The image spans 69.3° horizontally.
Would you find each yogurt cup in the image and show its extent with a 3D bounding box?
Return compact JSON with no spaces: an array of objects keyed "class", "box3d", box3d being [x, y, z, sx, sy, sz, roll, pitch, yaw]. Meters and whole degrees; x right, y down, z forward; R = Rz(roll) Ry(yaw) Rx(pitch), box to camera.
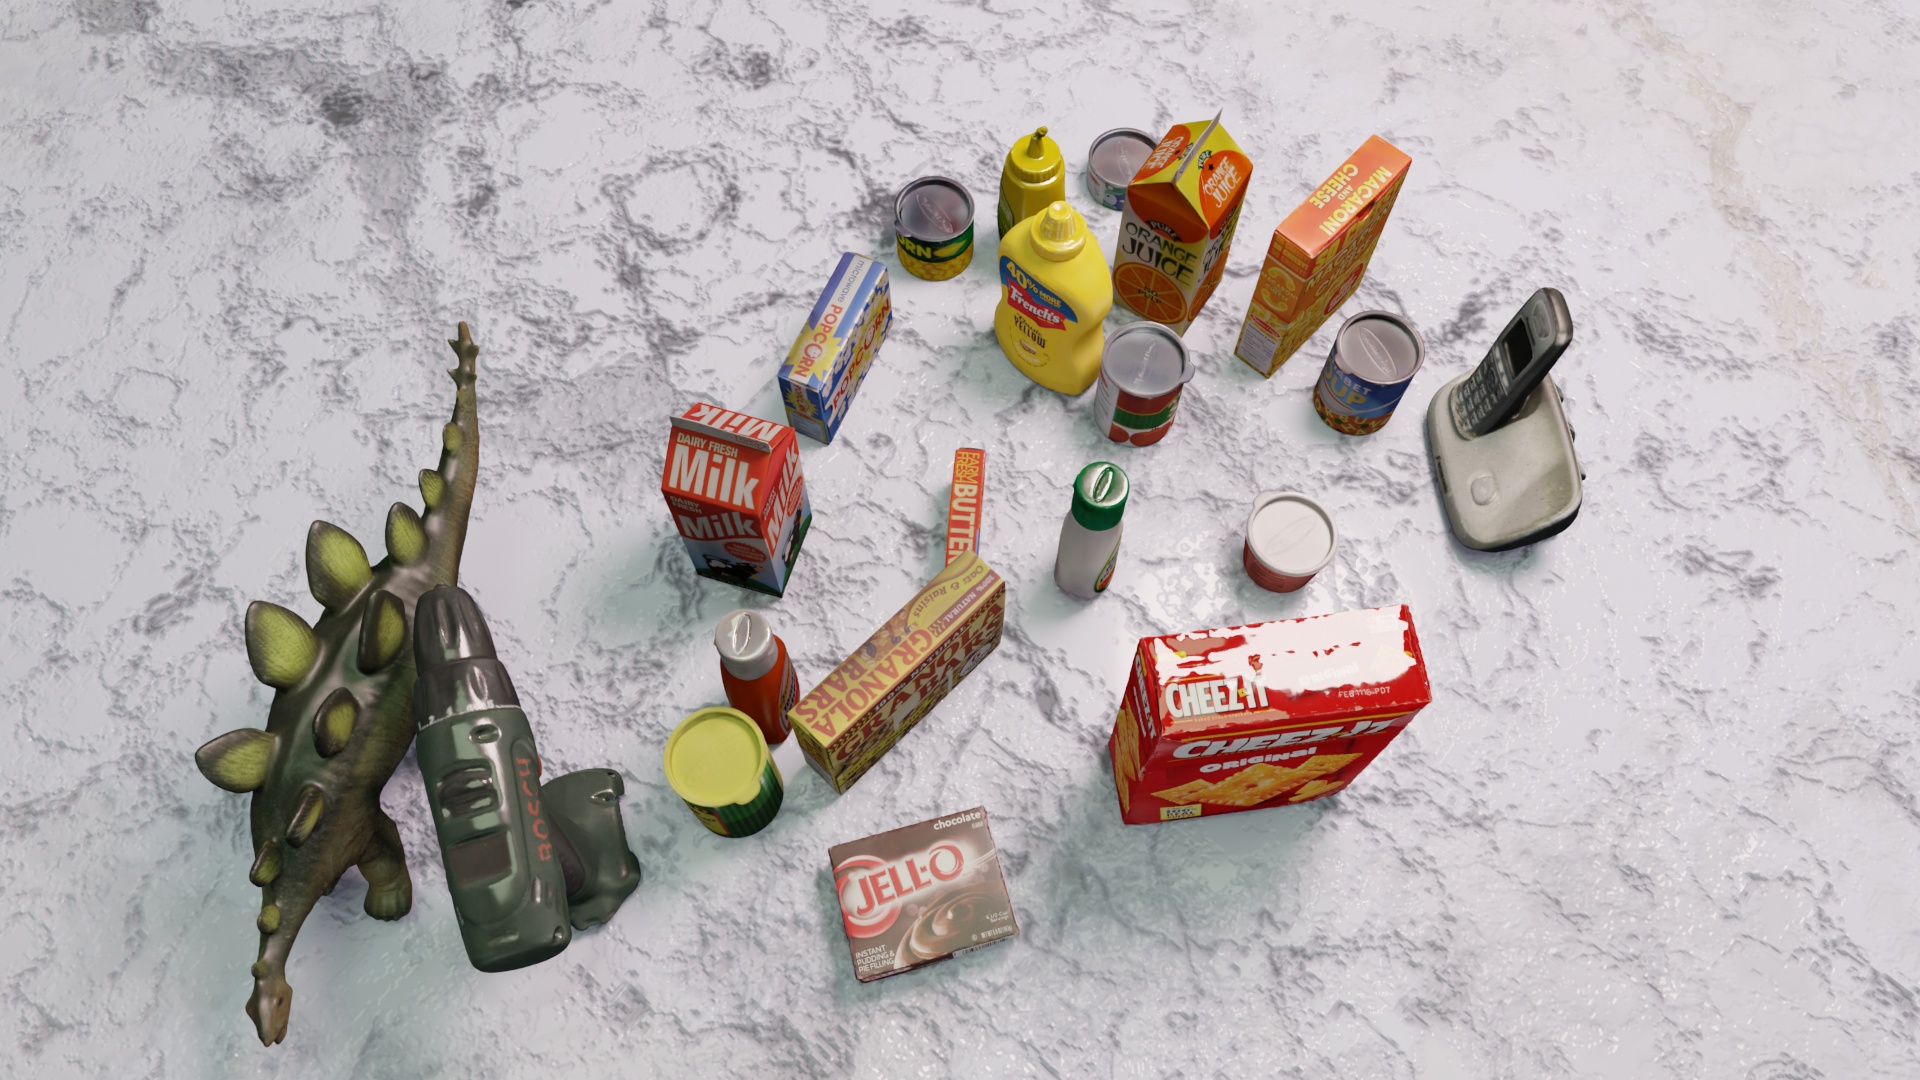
[{"class":"yogurt cup","box3d":[0.243,0.005,1.037,0.072,0.053,0.072,0,65,0]}]

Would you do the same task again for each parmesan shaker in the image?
[{"class":"parmesan shaker","box3d":[-0.156,0.161,0.937,0.071,0.102,0.071,0,66,0]}]

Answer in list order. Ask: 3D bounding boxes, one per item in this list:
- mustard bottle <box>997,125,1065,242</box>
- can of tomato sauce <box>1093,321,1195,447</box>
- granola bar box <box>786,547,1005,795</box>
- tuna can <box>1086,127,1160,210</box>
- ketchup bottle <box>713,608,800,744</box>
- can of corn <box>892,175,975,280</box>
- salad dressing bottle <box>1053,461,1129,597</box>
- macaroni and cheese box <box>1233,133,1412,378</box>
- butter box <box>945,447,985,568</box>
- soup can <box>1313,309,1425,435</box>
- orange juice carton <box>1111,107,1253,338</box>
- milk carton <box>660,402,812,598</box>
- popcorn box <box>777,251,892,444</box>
[{"class":"mustard bottle","box3d":[0.057,-0.278,1.109,0.049,0.159,0.065,-15,67,-7]},{"class":"can of tomato sauce","box3d":[0.141,-0.119,1.078,0.071,0.082,0.071,0,66,0]},{"class":"granola bar box","box3d":[-0.039,0.093,0.957,0.039,0.123,0.166,42,72,17]},{"class":"tuna can","box3d":[0.144,-0.320,1.198,0.071,0.032,0.071,0,65,0]},{"class":"ketchup bottle","box3d":[-0.139,0.090,0.945,0.043,0.148,0.065,4,66,2]},{"class":"can of corn","box3d":[-0.023,-0.257,1.155,0.071,0.058,0.071,0,65,0]},{"class":"salad dressing bottle","box3d":[0.094,-0.007,0.991,0.044,0.147,0.064,22,68,10]},{"class":"macaroni and cheese box","box3d":[0.279,-0.216,1.077,0.040,0.165,0.124,41,72,16]},{"class":"butter box","box3d":[0.004,-0.013,1.045,0.024,0.053,0.104,4,65,2]},{"class":"soup can","box3d":[0.314,-0.128,1.082,0.071,0.083,0.071,0,66,0]},{"class":"orange juice carton","box3d":[0.171,-0.248,1.077,0.073,0.192,0.072,31,69,13]},{"class":"milk carton","box3d":[-0.156,-0.034,0.979,0.072,0.189,0.074,15,67,7]},{"class":"popcorn box","box3d":[-0.096,-0.151,1.091,0.038,0.085,0.127,21,67,9]}]
